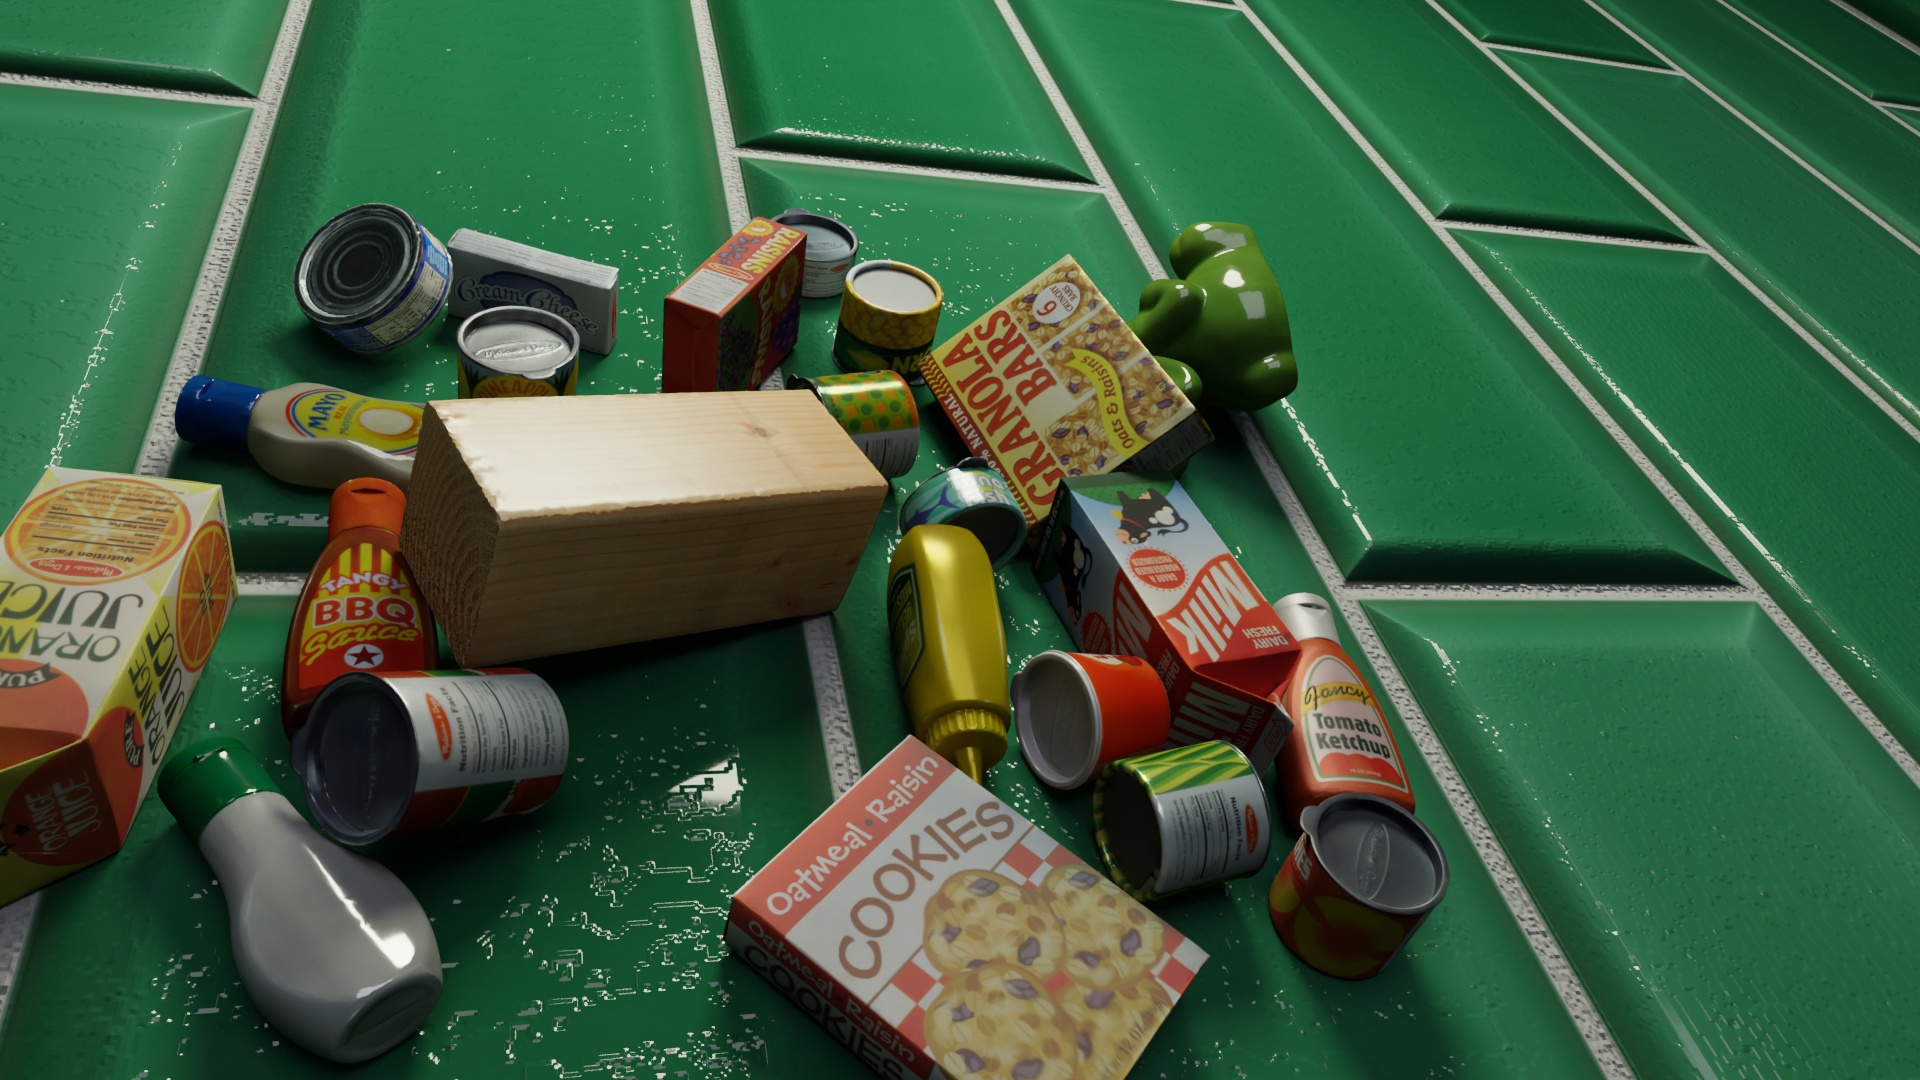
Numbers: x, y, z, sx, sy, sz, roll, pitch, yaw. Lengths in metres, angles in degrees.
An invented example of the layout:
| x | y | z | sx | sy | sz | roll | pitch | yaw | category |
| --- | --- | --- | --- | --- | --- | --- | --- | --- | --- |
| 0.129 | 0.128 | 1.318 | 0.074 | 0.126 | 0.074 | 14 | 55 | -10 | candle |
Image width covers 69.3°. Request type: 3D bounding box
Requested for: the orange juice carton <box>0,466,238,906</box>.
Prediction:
| x | y | z | sx | sy | sz | roll | pitch | yaw | category |
| --- | --- | --- | --- | --- | --- | --- | --- | --- | --- |
| -0.368 | 0.059 | 0.570 | 0.073 | 0.071 | 0.194 | 7 | 40 | -11 | orange juice carton |

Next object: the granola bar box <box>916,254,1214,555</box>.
| x | y | z | sx | sy | sz | roll | pitch | yaw | category |
| --- | --- | --- | --- | --- | --- | --- | --- | --- | --- |
| 0.060 | -0.085 | 0.854 | 0.124 | 0.039 | 0.166 | -35 | 50 | 6 | granola bar box |

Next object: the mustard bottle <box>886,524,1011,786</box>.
| x | y | z | sx | sy | sz | roll | pitch | yaw | category |
| --- | --- | --- | --- | --- | --- | --- | --- | --- | --- |
| -0.004 | 0.065 | 0.695 | 0.049 | 0.065 | 0.161 | 6 | 44 | -19 | mustard bottle |

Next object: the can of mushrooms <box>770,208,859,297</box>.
| x | y | z | sx | sy | sz | roll | pitch | yaw | category |
| --- | --- | --- | --- | --- | --- | --- | --- | --- | --- |
| -0.108 | -0.206 | 0.993 | 0.071 | 0.033 | 0.071 | 9 | 41 | -8 | can of mushrooms |

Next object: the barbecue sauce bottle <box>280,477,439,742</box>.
| x | y | z | sx | sy | sz | roll | pitch | yaw | category |
| --- | --- | --- | --- | --- | --- | --- | --- | --- | --- |
| -0.280 | 0.031 | 0.653 | 0.065 | 0.043 | 0.149 | 1 | 42 | -23 | barbecue sauce bottle |

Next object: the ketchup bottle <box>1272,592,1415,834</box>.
| x | y | z | sx | sy | sz | roll | pitch | yaw | category |
| --- | --- | --- | --- | --- | --- | --- | --- | --- | --- |
| 0.195 | 0.091 | 0.745 | 0.065 | 0.043 | 0.149 | 9 | 40 | -8 | ketchup bottle |

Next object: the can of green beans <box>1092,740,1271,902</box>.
| x | y | z | sx | sy | sz | roll | pitch | yaw | category |
| --- | --- | --- | --- | --- | --- | --- | --- | --- | --- |
| 0.102 | 0.131 | 0.650 | 0.058 | 0.070 | 0.071 | -7 | 45 | -24 | can of green beans |

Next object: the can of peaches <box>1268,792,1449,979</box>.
| x | y | z | sx | sy | sz | roll | pitch | yaw | category |
| --- | --- | --- | --- | --- | --- | --- | --- | --- | --- |
| 0.183 | 0.161 | 0.650 | 0.071 | 0.057 | 0.071 | 9 | 41 | -8 | can of peaches |

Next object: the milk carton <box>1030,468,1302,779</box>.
| x | y | z | sx | sy | sz | roll | pitch | yaw | category |
| --- | --- | --- | --- | --- | --- | --- | --- | --- | --- |
| 0.115 | 0.049 | 0.744 | 0.073 | 0.072 | 0.191 | -6 | 45 | -25 | milk carton |

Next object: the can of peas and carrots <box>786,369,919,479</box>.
| x | y | z | sx | sy | sz | roll | pitch | yaw | category |
| --- | --- | --- | --- | --- | --- | --- | --- | --- | --- |
| -0.065 | -0.068 | 0.822 | 0.059 | 0.070 | 0.071 | -9 | 46 | -29 | can of peas and carrots |

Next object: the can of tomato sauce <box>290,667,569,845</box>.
| x | y | z | sx | sy | sz | roll | pitch | yaw | category |
| --- | --- | --- | --- | --- | --- | --- | --- | --- | --- |
| -0.216 | 0.086 | 0.572 | 0.071 | 0.071 | 0.083 | 38 | 14 | 24 | can of tomato sauce |

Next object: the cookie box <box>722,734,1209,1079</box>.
| x | y | z | sx | sy | sz | roll | pitch | yaw | category |
| --- | --- | --- | --- | --- | --- | --- | --- | --- | --- |
| 0.002 | 0.173 | 0.589 | 0.168 | 0.040 | 0.123 | 34 | 43 | 18 | cookie box |

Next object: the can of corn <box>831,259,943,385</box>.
| x | y | z | sx | sy | sz | roll | pitch | yaw | category |
| --- | --- | --- | --- | --- | --- | --- | --- | --- | --- |
| -0.046 | -0.144 | 0.923 | 0.071 | 0.058 | 0.071 | 9 | 40 | -8 | can of corn |

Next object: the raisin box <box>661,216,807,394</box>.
| x | y | z | sx | sy | sz | roll | pitch | yaw | category |
| --- | --- | --- | --- | --- | --- | --- | --- | --- | --- |
| -0.139 | -0.135 | 0.860 | 0.040 | 0.085 | 0.124 | 19 | 40 | 10 | raisin box |

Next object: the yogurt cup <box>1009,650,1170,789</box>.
| x | y | z | sx | sy | sz | roll | pitch | yaw | category |
| --- | --- | --- | --- | --- | --- | --- | --- | --- | --- |
| 0.067 | 0.087 | 0.693 | 0.054 | 0.072 | 0.072 | -2 | 43 | -33 | yogurt cup |

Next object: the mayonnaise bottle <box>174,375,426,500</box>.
| x | y | z | sx | sy | sz | roll | pitch | yaw | category |
| --- | --- | --- | --- | --- | --- | --- | --- | --- | --- |
| -0.332 | -0.054 | 0.736 | 0.148 | 0.041 | 0.065 | 12 | 42 | -6 | mayonnaise bottle |

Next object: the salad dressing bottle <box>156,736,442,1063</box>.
| x | y | z | sx | sy | sz | roll | pitch | yaw | category |
| --- | --- | --- | --- | --- | --- | --- | --- | --- | --- |
| -0.261 | 0.135 | 0.541 | 0.148 | 0.043 | 0.064 | 38 | 41 | 26 | salad dressing bottle |

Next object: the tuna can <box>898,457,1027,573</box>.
| x | y | z | sx | sy | sz | roll | pitch | yaw | category |
| --- | --- | --- | --- | --- | --- | --- | --- | --- | --- |
| 0.003 | -0.010 | 0.775 | 0.071 | 0.070 | 0.033 | -6 | 46 | -25 | tuna can |

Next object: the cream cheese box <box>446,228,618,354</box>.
| x | y | z | sx | sy | sz | roll | pitch | yaw | category |
| --- | --- | --- | --- | --- | --- | --- | --- | --- | --- |
| -0.266 | -0.155 | 0.865 | 0.104 | 0.053 | 0.024 | 14 | 41 | -2 | cream cheese box |

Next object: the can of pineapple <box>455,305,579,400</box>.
| x | y | z | sx | sy | sz | roll | pitch | yaw | category |
| --- | --- | --- | --- | --- | --- | --- | --- | --- | --- |
| -0.252 | -0.091 | 0.792 | 0.071 | 0.057 | 0.071 | 9 | 40 | -8 | can of pineapple |
